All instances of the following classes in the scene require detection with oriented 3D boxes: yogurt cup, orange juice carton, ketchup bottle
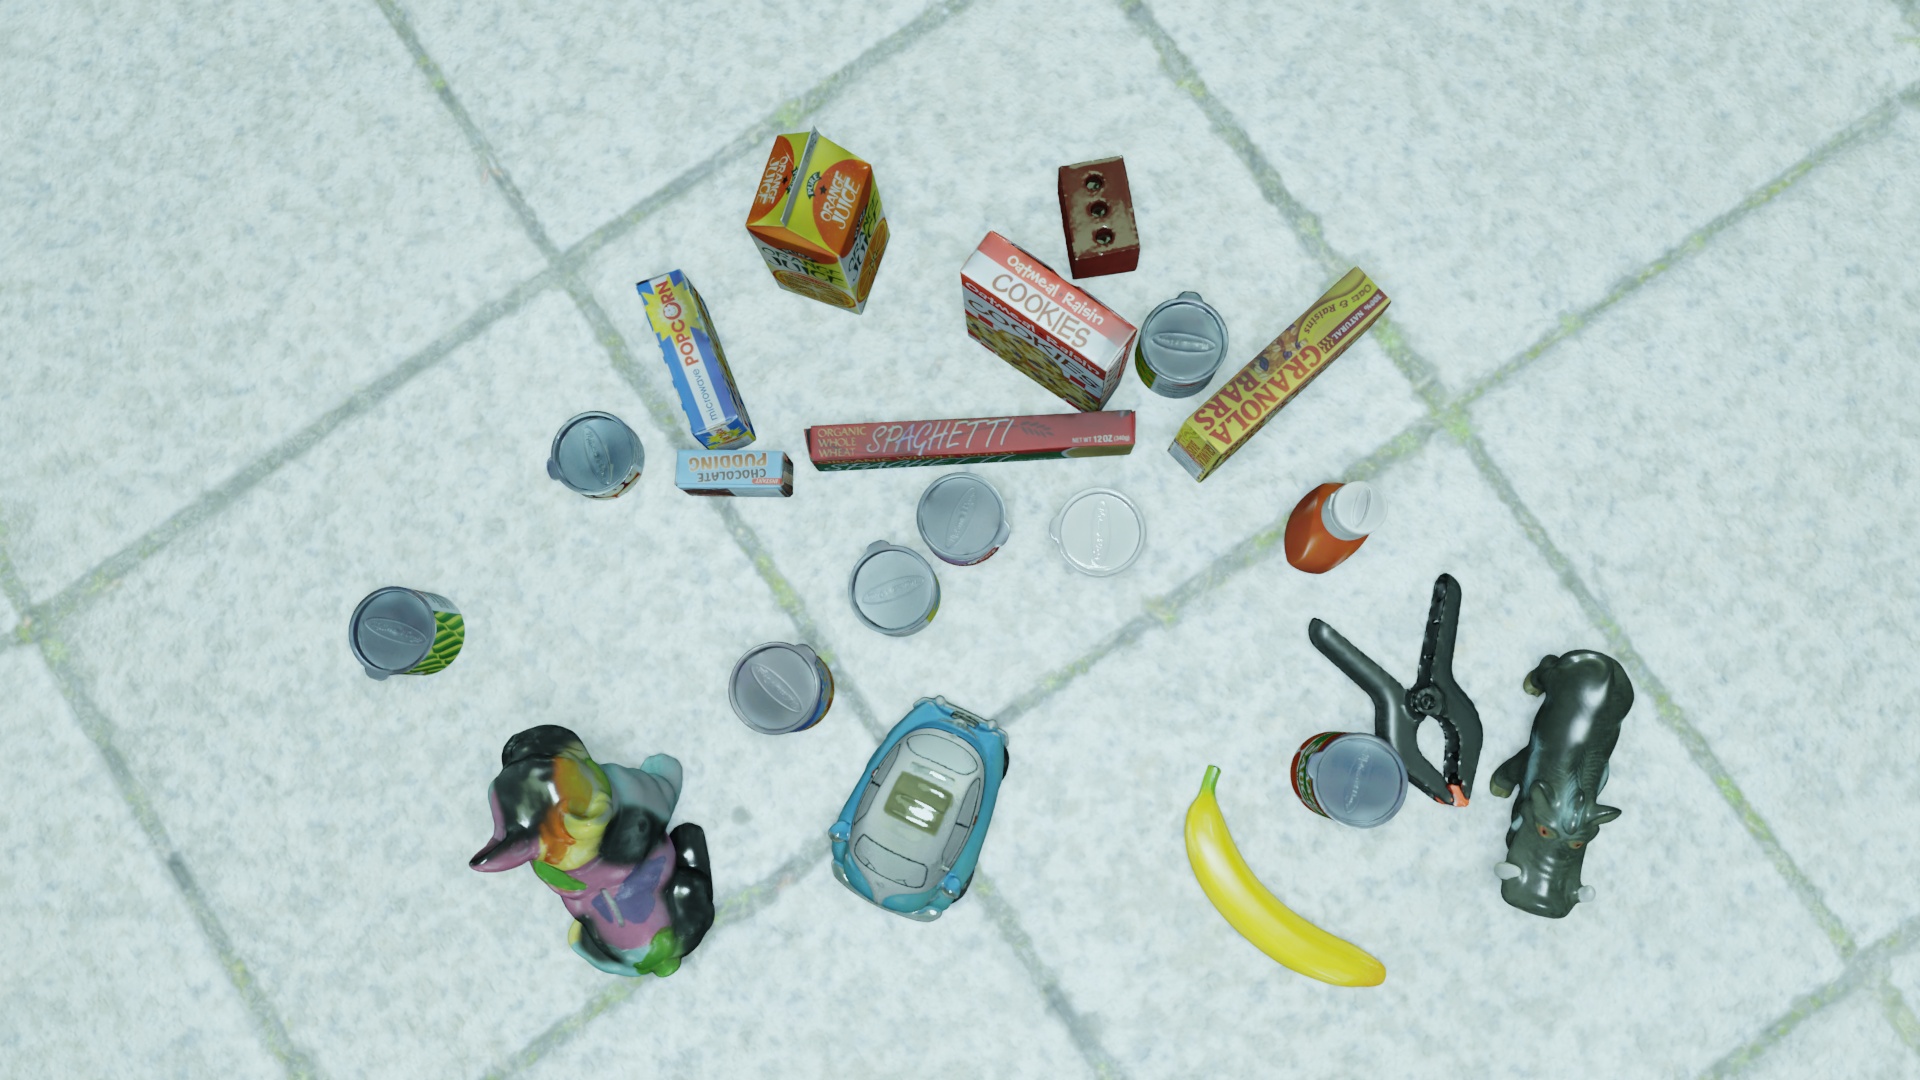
[{"bbox_3d":[0.104,-0.003,1.048,0.072,0.054,0.072,0,83,2],"label":"yogurt cup"},{"bbox_3d":[-0.104,-0.233,1.016,0.073,0.192,0.072,18,84,4],"label":"orange juice carton"},{"bbox_3d":[0.268,-0.014,0.996,0.043,0.148,0.065,16,84,4],"label":"ketchup bottle"}]

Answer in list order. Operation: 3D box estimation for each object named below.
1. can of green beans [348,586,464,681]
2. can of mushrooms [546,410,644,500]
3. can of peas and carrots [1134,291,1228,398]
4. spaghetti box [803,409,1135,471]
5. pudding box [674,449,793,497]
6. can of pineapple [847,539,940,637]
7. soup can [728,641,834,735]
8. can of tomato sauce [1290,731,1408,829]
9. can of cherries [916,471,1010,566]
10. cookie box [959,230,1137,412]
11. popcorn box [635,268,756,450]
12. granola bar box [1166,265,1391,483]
[{"bbox_3d":[-0.420,0.070,1.056,0.071,0.058,0.071,0,83,2],"label":"can of green beans"},{"bbox_3d":[-0.284,-0.065,1.081,0.071,0.033,0.071,0,83,2],"label":"can of mushrooms"},{"bbox_3d":[0.168,-0.148,1.063,0.071,0.058,0.071,0,83,2],"label":"can of peas and carrots"},{"bbox_3d":[0.008,-0.076,1.063,0.250,0.050,0.029,-3,83,2],"label":"spaghetti box"},{"bbox_3d":[-0.173,-0.051,1.067,0.084,0.049,0.030,1,83,2],"label":"pudding box"},{"bbox_3d":[-0.049,0.037,1.047,0.071,0.058,0.071,0,83,2],"label":"can of pineapple"},{"bbox_3d":[-0.128,0.108,1.027,0.071,0.083,0.071,0,83,2],"label":"soup can"},{"bbox_3d":[0.277,0.171,1.004,0.071,0.083,0.071,0,83,2],"label":"can of tomato sauce"},{"bbox_3d":[0.004,-0.013,1.051,0.071,0.058,0.071,0,83,2],"label":"can of cherries"},{"bbox_3d":[0.063,-0.153,1.012,0.123,0.167,0.040,35,86,6],"label":"cookie box"},{"bbox_3d":[-0.200,-0.134,1.061,0.038,0.085,0.127,-22,82,0],"label":"popcorn box"},{"bbox_3d":[0.231,-0.118,1.023,0.165,0.124,0.039,-42,83,-3],"label":"granola bar box"}]
